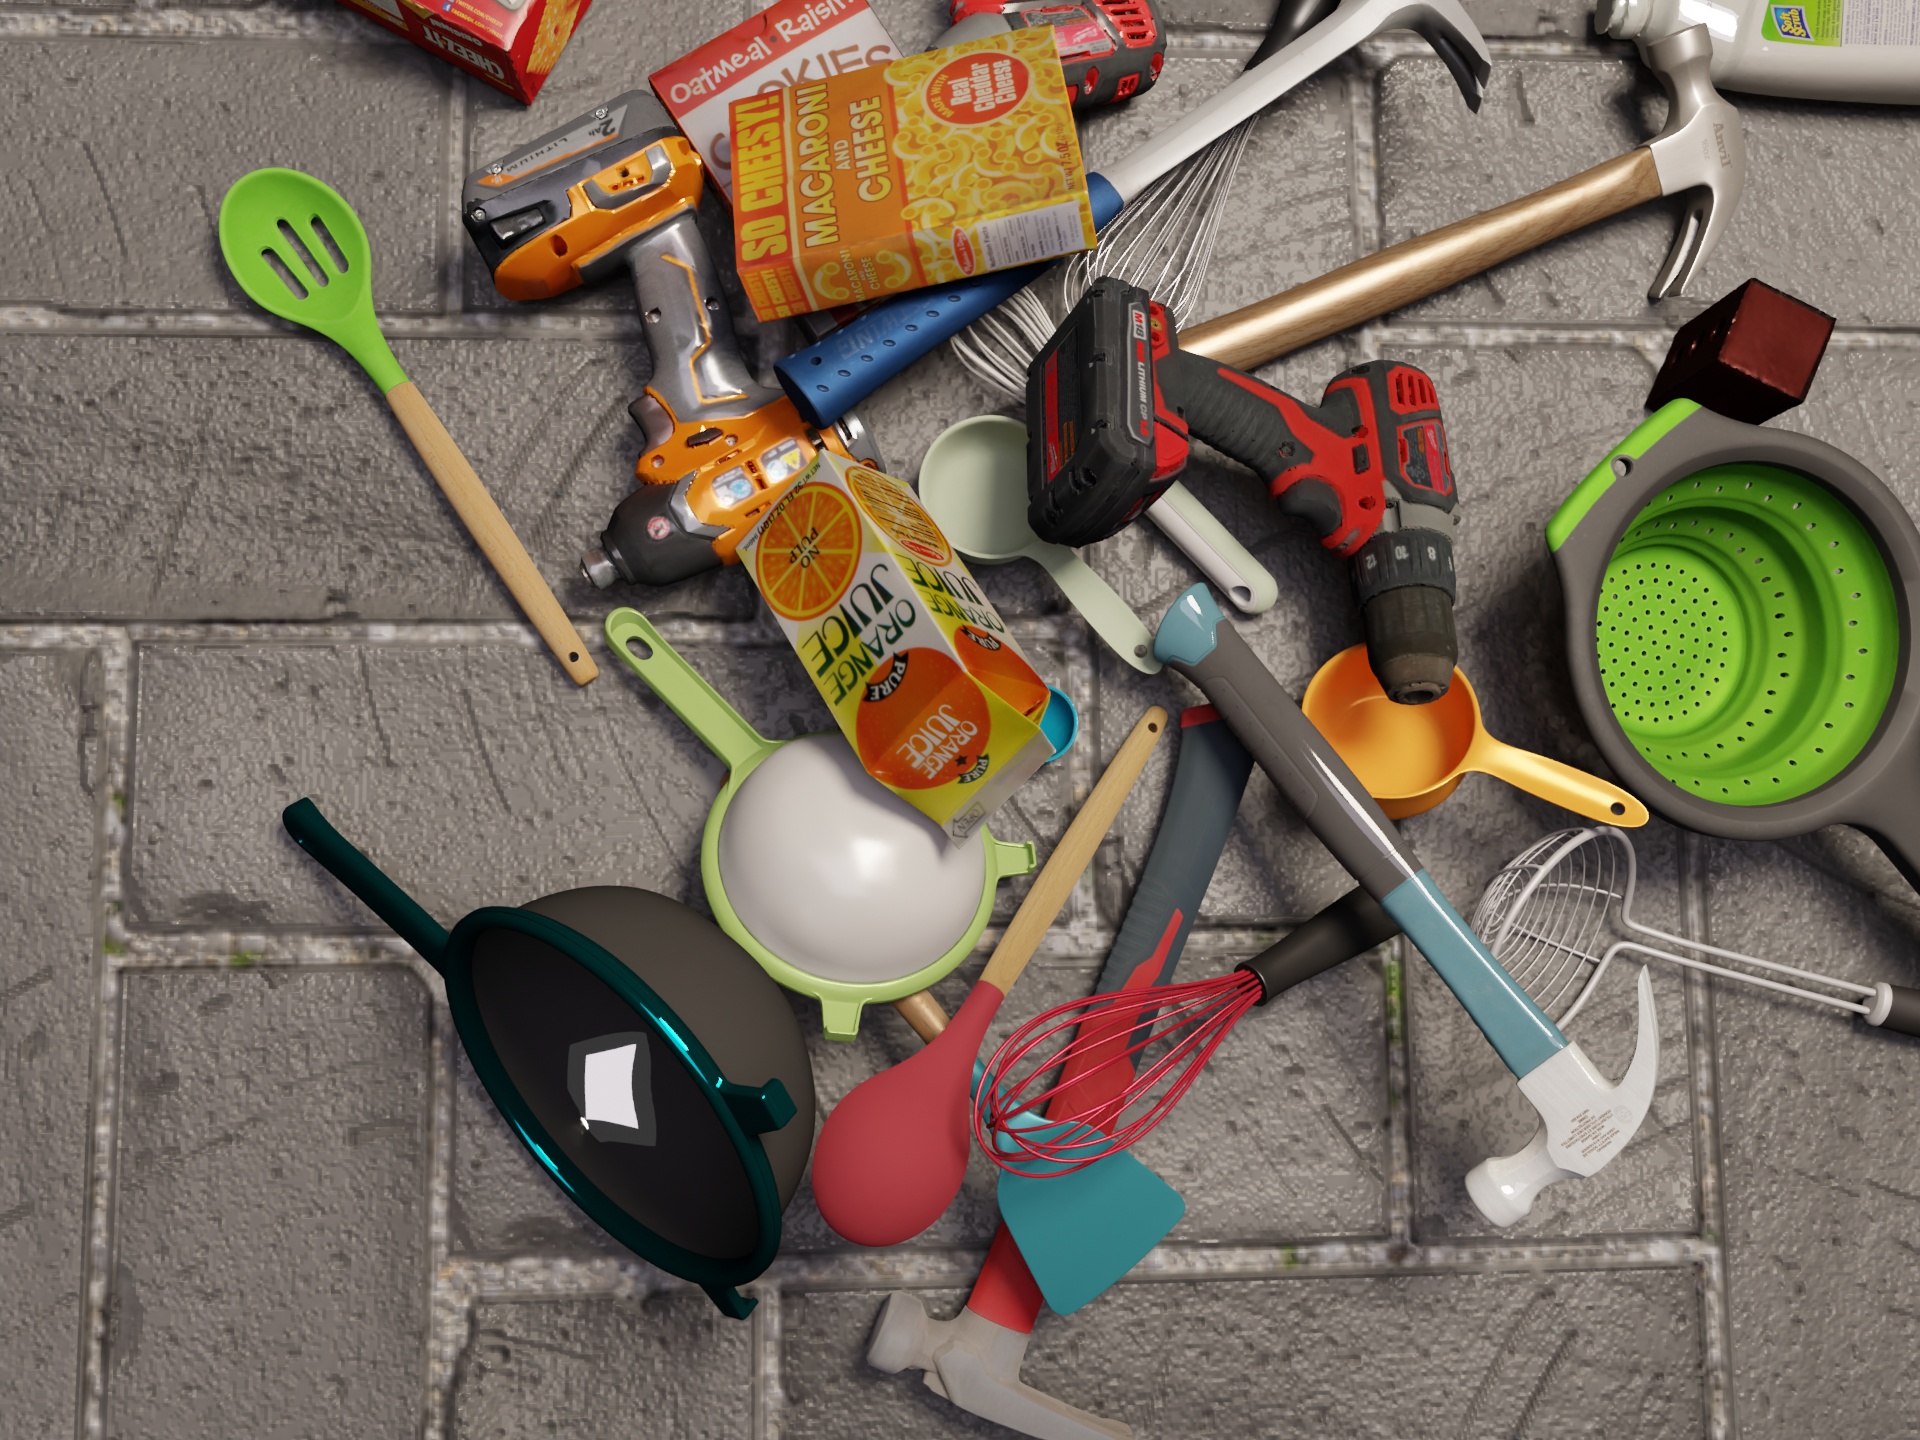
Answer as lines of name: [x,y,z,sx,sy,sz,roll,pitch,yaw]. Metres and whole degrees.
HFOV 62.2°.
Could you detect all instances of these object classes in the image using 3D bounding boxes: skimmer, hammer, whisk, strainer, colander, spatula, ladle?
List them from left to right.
strainer: [-0.188,0.121,0.774,0.340,0.210,0.095,35,47,21]
strainer: [-0.086,0.021,0.787,0.256,0.069,0.151,44,58,11]
spatula: [-0.021,0.146,0.796,0.082,0.044,0.318,-40,73,-4]
ladle: [0.028,0.111,0.778,0.069,0.031,0.315,36,63,-4]
whisk: [0.079,-0.147,0.845,0.246,0.057,0.059,45,53,-3]
hammer: [0.086,-0.269,0.800,0.405,0.035,0.144,-36,69,-10]
hammer: [0.092,0.171,0.819,0.143,0.038,0.386,23,84,-2]
whisk: [0.127,0.136,0.774,0.296,0.073,0.073,-22,86,-30]
whisk: [0.142,-0.313,0.858,0.070,0.070,0.285,31,79,0]
hammer: [0.202,0.070,0.767,0.128,0.033,0.331,-43,72,20]
hammer: [0.268,-0.251,0.861,0.331,0.031,0.130,-23,104,-1]
skimmer: [0.428,0.144,0.815,0.363,0.090,0.127,14,104,-3]
colander: [0.440,0.017,0.831,0.204,0.094,0.397,-43,96,-7]

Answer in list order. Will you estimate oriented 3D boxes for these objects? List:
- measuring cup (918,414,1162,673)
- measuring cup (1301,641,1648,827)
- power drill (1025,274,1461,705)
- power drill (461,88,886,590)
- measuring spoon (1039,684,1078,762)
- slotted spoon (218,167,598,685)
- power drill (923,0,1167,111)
measuring cup: [0.046,-0.086,0.841,0.083,0.038,0.167,-42,90,-6]
measuring cup: [0.258,0.024,0.812,0.174,0.052,0.095,23,74,18]
power drill: [0.150,-0.110,0.785,0.226,0.080,0.188,11,63,-21]
power drill: [-0.162,-0.184,0.817,0.164,0.084,0.226,-30,91,-6]
measuring spoon: [-0.001,-0.003,0.843,0.128,0.021,0.042,8,81,6]
slotted spoon: [-0.282,-0.150,0.832,0.070,0.031,0.314,-34,89,-6]
power drill: [0.011,-0.424,0.841,0.143,0.078,0.220,-19,89,-19]
